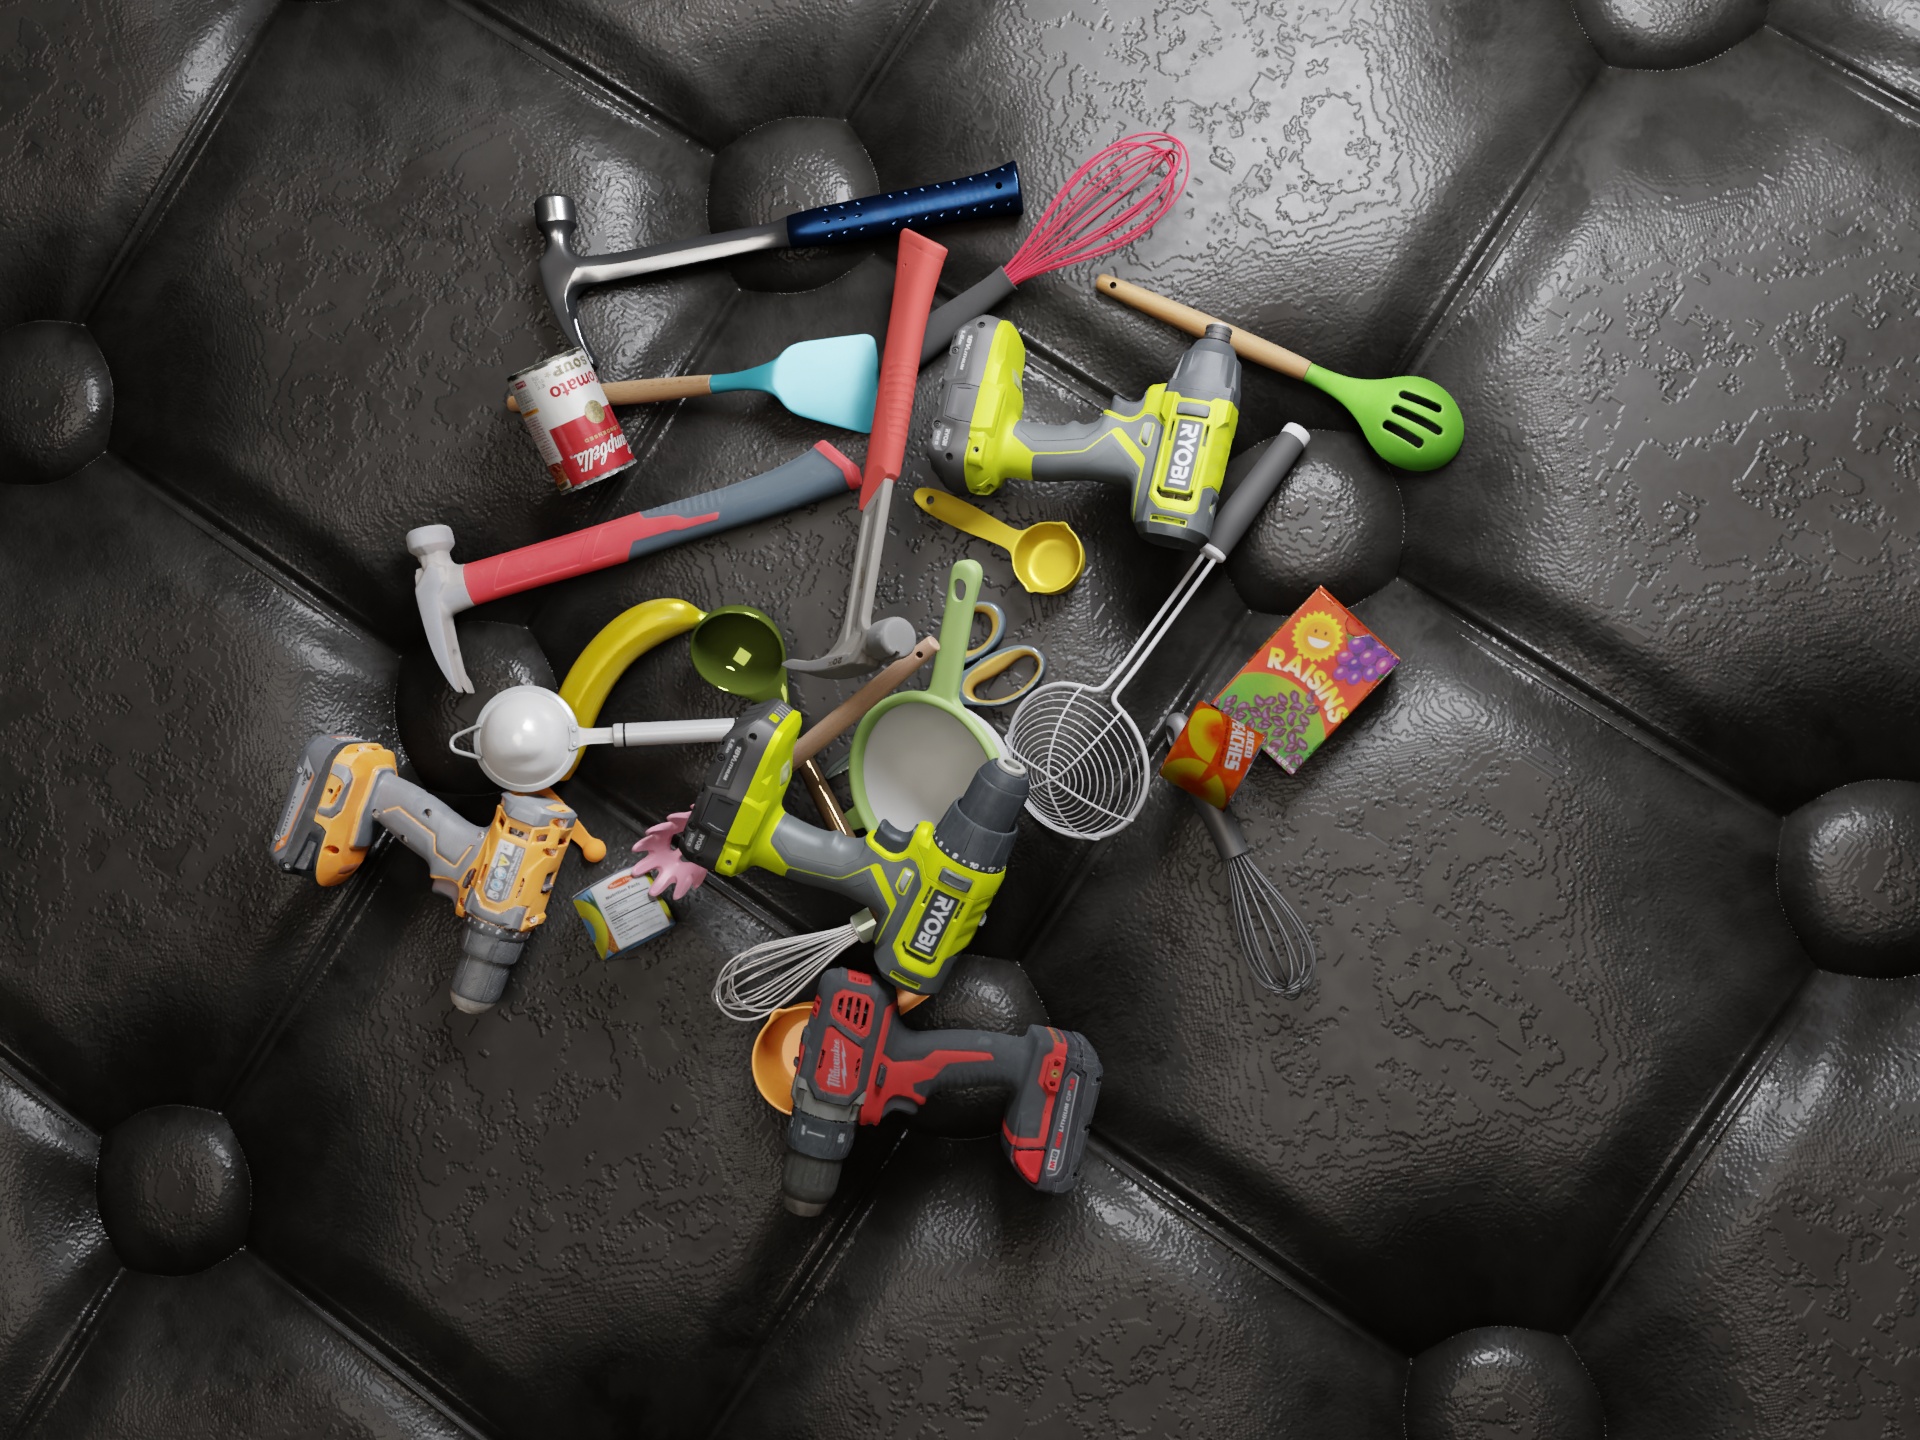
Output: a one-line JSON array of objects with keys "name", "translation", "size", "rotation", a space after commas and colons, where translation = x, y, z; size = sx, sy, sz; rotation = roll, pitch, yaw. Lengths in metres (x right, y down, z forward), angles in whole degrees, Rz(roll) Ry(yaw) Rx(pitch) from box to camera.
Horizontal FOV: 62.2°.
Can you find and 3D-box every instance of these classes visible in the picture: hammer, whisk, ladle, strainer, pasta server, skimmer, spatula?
[{"name": "hammer", "translation": [-0.150, -0.393, 1.306], "size": [0.405, 0.035, 0.144], "rotation": [-8, 87, 8]}, {"name": "whisk", "translation": [0.213, 0.103, 1.233], "size": [0.055, 0.055, 0.239], "rotation": [-24, 81, 7]}, {"name": "whisk", "translation": [-0.090, 0.171, 1.277], "size": [0.246, 0.059, 0.058], "rotation": [-28, 57, 3]}, {"name": "ladle", "translation": [-0.121, 0.050, 1.261], "size": [0.078, 0.062, 0.320], "rotation": [-33, 77, 22]}, {"name": "strainer", "translation": [-0.284, 0.011, 1.288], "size": [0.258, 0.050, 0.087], "rotation": [-3, 86, -9]}, {"name": "pasta server", "translation": [-0.136, 0.035, 1.229], "size": [0.316, 0.040, 0.060], "rotation": [-38, 95, 22]}, {"name": "skimmer", "translation": [0.165, -0.073, 1.252], "size": [0.127, 0.090, 0.363], "rotation": [33, 83, 22]}, {"name": "whisk", "translation": [0.054, -0.365, 1.266], "size": [0.296, 0.073, 0.073], "rotation": [-34, 84, 13]}, {"name": "hammer", "translation": [-0.063, -0.209, 1.237], "size": [0.036, 0.149, 0.359], "rotation": [16, 76, -33]}, {"name": "spatula", "translation": [-0.226, -0.272, 1.321], "size": [0.317, 0.044, 0.082], "rotation": [-2, 88, 13]}, {"name": "hammer", "translation": [-0.264, -0.138, 1.314], "size": [0.386, 0.038, 0.143], "rotation": [-15, 87, 8]}, {"name": "strainer", "translation": [-0.002, -0.004, 1.230], "size": [0.152, 0.069, 0.256], "rotation": [22, 113, 29]}]

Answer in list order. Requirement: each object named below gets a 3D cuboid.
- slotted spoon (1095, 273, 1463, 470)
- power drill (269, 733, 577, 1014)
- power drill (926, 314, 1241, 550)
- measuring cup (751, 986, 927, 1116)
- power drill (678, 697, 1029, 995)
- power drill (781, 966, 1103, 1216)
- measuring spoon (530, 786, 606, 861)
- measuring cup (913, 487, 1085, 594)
[{"name": "slotted spoon", "translation": [0.248, -0.282, 1.248], "size": [0.314, 0.031, 0.070], "rotation": [27, 93, 10]}, {"name": "power drill", "translation": [-0.447, 0.124, 1.312], "size": [0.226, 0.084, 0.185], "rotation": [20, 93, 7]}, {"name": "power drill", "translation": [0.100, -0.235, 1.228], "size": [0.223, 0.080, 0.171], "rotation": [12, 86, 16]}, {"name": "measuring cup", "translation": [-0.084, 0.246, 1.272], "size": [0.173, 0.052, 0.095], "rotation": [-33, 86, -1]}, {"name": "power drill", "translation": [-0.074, 0.077, 1.176], "size": [0.228, 0.080, 0.190], "rotation": [26, 110, 1]}, {"name": "power drill", "translation": [-0.021, 0.301, 1.216], "size": [0.226, 0.080, 0.188], "rotation": [14, 91, -7]}, {"name": "measuring spoon", "translation": [-0.341, 0.075, 1.332], "size": [0.117, 0.011, 0.021], "rotation": [44, 95, 7]}, {"name": "measuring cup", "translation": [0.031, -0.150, 1.282], "size": [0.157, 0.029, 0.062], "rotation": [29, 93, 20]}]
